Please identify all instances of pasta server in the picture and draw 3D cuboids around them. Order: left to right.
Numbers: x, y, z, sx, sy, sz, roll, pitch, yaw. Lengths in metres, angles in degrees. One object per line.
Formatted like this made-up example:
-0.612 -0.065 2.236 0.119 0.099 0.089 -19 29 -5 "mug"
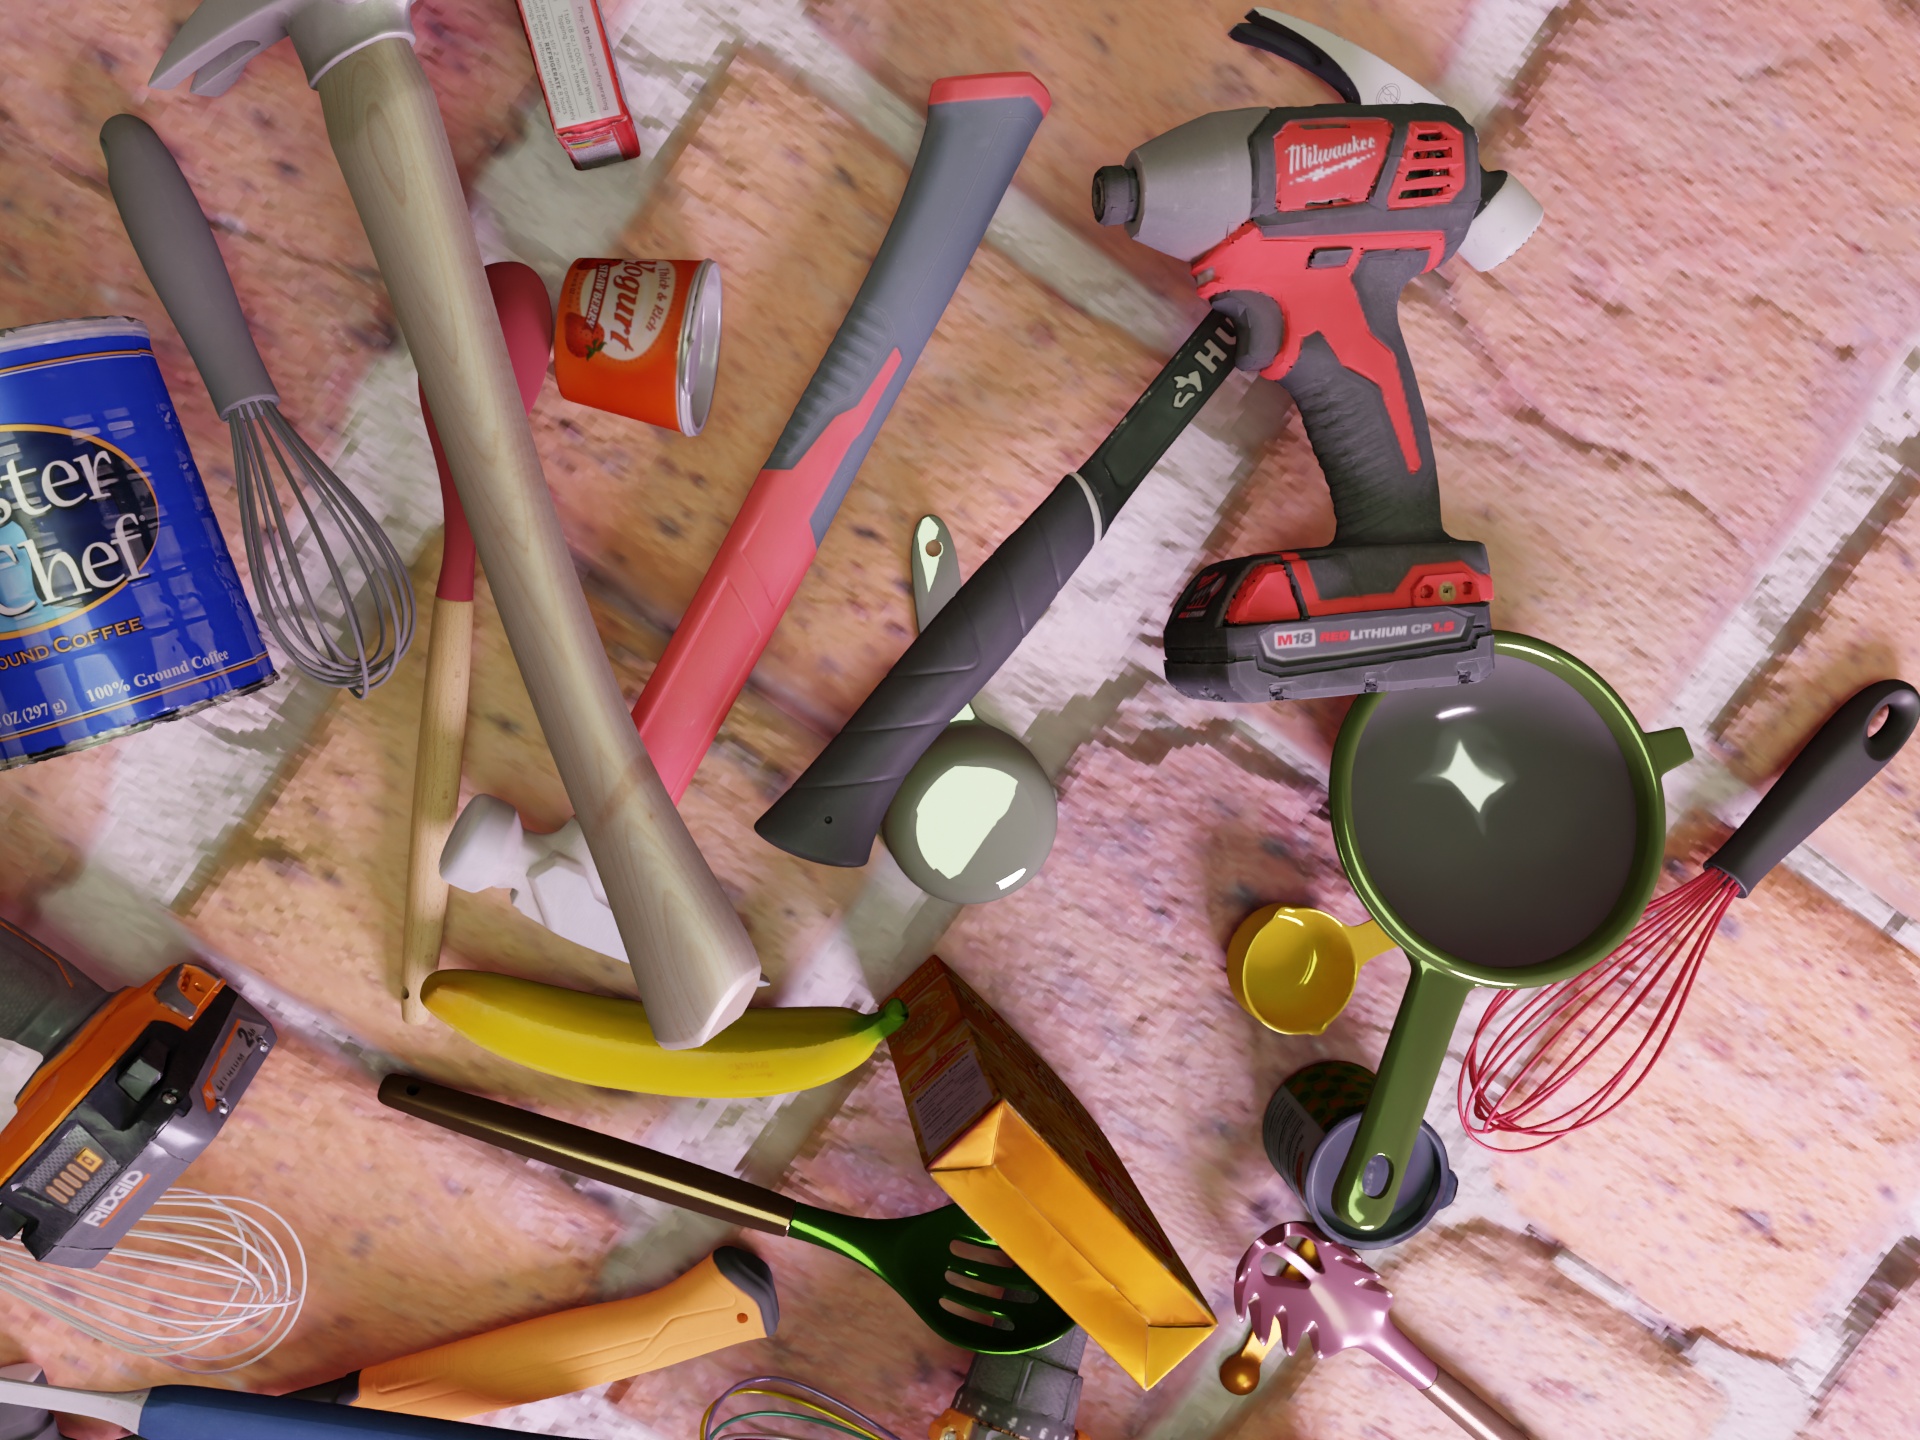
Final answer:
0.241 0.332 0.757 0.316 0.040 0.060 42 100 -16 "pasta server"

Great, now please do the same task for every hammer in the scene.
-0.326 0.264 0.613 0.405 0.035 0.144 16 136 -15 "hammer"
-0.243 0.300 0.689 0.337 0.034 0.127 -14 101 -6 "hammer"
-0.170 -0.075 0.577 0.146 0.038 0.410 -16 96 28 "hammer"
-0.056 -0.078 0.645 0.143 0.038 0.386 28 92 -23 "hammer"
0.059 -0.104 0.643 0.149 0.036 0.409 41 86 -11 "hammer"

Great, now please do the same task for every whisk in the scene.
-0.408 0.205 0.640 0.284 0.070 0.070 14 97 -5 "whisk"
-0.266 -0.118 0.591 0.055 0.055 0.239 -25 88 -3 "whisk"
-0.007 0.360 0.730 0.245 0.047 0.051 23 95 -14 "whisk"
0.336 0.086 0.726 0.296 0.073 0.073 -44 103 -5 "whisk"

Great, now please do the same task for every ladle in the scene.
-0.205 -0.024 0.637 0.069 0.031 0.315 18 106 34 "ladle"

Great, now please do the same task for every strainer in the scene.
0.199 0.088 0.677 0.151 0.069 0.256 24 78 -6 "strainer"

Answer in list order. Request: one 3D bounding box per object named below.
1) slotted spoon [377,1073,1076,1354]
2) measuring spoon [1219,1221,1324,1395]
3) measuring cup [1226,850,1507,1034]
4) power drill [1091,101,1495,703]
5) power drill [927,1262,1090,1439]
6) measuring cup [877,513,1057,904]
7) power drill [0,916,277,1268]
-0.096 0.204 0.681 0.313 0.070 0.031 18 136 -2 "slotted spoon"
0.159 0.272 0.753 0.021 0.011 0.117 31 94 -12 "measuring spoon"
0.190 0.092 0.725 0.156 0.029 0.062 -22 101 -16 "measuring cup"
0.126 -0.120 0.600 0.143 0.078 0.219 -5 93 -10 "power drill"
0.088 0.354 0.711 0.226 0.084 0.185 25 68 -13 "power drill"
-0.001 -0.002 0.669 0.083 0.038 0.167 -9 103 -7 "measuring cup"
-0.374 0.093 0.570 0.226 0.164 0.084 43 91 -15 "power drill"
